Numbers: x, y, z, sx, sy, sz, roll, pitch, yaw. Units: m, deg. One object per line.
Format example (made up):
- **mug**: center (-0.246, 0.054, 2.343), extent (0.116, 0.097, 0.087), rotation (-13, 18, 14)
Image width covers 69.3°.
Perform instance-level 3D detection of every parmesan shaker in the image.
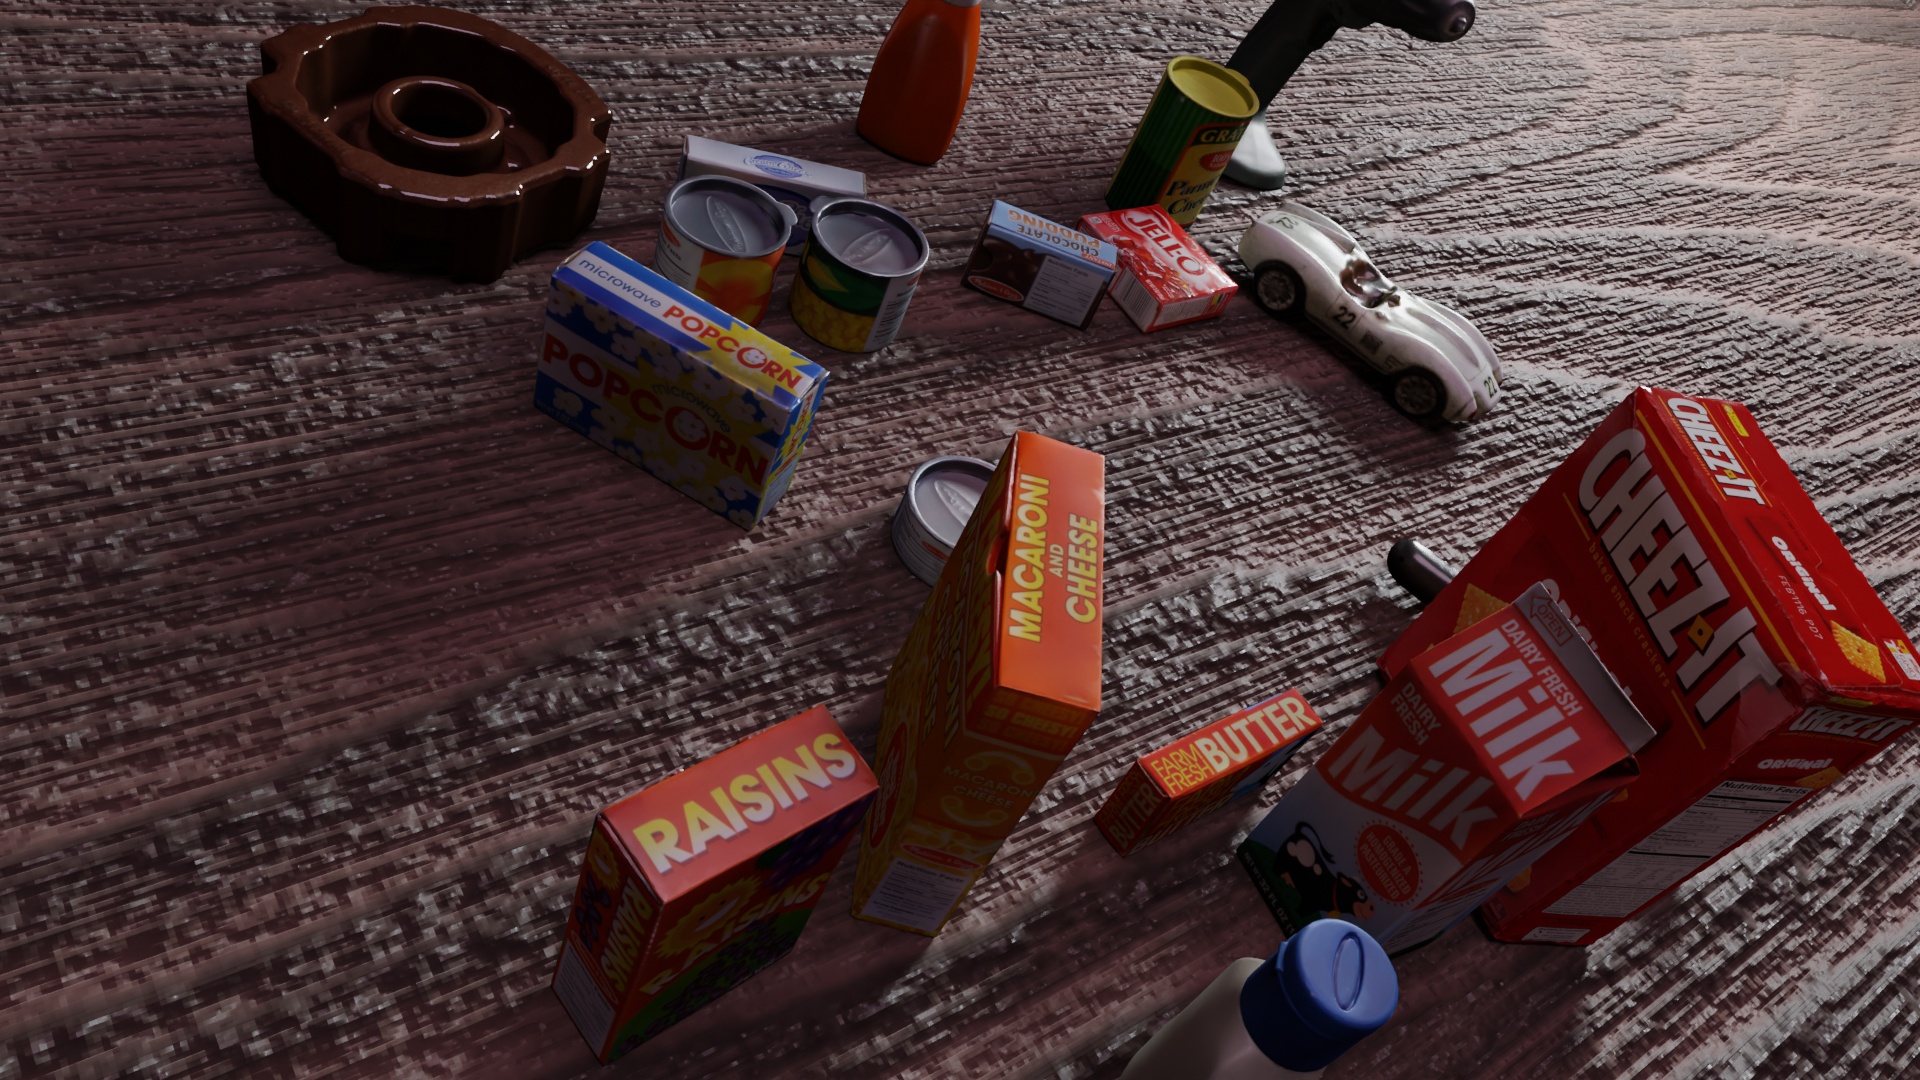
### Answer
- **parmesan shaker**: center (0.150, -0.265, 0.942), extent (0.071, 0.102, 0.072), rotation (13, 46, -14)

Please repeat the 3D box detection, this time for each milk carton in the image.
- **milk carton**: center (0.199, 0.102, 0.567), extent (0.073, 0.189, 0.072), rotation (-8, 54, -30)

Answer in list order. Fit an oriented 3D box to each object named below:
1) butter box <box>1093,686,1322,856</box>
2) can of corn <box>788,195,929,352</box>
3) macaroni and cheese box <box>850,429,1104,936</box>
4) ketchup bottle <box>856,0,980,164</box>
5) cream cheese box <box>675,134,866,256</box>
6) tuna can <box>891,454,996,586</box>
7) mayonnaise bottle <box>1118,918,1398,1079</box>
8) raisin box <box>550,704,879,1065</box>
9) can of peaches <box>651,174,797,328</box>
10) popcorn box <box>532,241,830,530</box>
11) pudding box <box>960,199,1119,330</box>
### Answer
- **butter box**: center (0.112, 0.103, 0.624), extent (0.104, 0.052, 0.024), rotation (-17, 59, -35)
- **can of corn**: center (-0.060, -0.148, 0.771), extent (0.071, 0.058, 0.071), rotation (13, 46, -14)
- **macaroni and cheese box**: center (0.005, 0.058, 0.535), extent (0.040, 0.165, 0.124), rotation (17, 45, -10)
- **ketchup bottle**: center (-0.017, -0.313, 0.877), extent (0.065, 0.148, 0.044), rotation (23, 45, -4)
- **cream cheese box**: center (-0.110, -0.193, 0.792), extent (0.104, 0.053, 0.024), rotation (8, 48, -18)
- **tuna can**: center (0.002, -0.009, 0.690), extent (0.071, 0.032, 0.071), rotation (13, 46, -14)
- **mayonnaise bottle**: center (0.096, 0.180, 0.479), extent (0.041, 0.147, 0.065), rotation (27, 44, 0)
- **raisin box**: center (-0.085, 0.117, 0.471), extent (0.086, 0.122, 0.040), rotation (-22, 62, -38)
- **can of peaches**: center (-0.127, -0.152, 0.743), extent (0.071, 0.057, 0.071), rotation (13, 46, -14)
- **popcorn box**: center (-0.133, -0.071, 0.648), extent (0.127, 0.084, 0.038), rotation (30, 44, 3)
- **pudding box**: center (0.048, -0.167, 0.843), extent (0.084, 0.049, 0.030), rotation (19, 45, -8)
